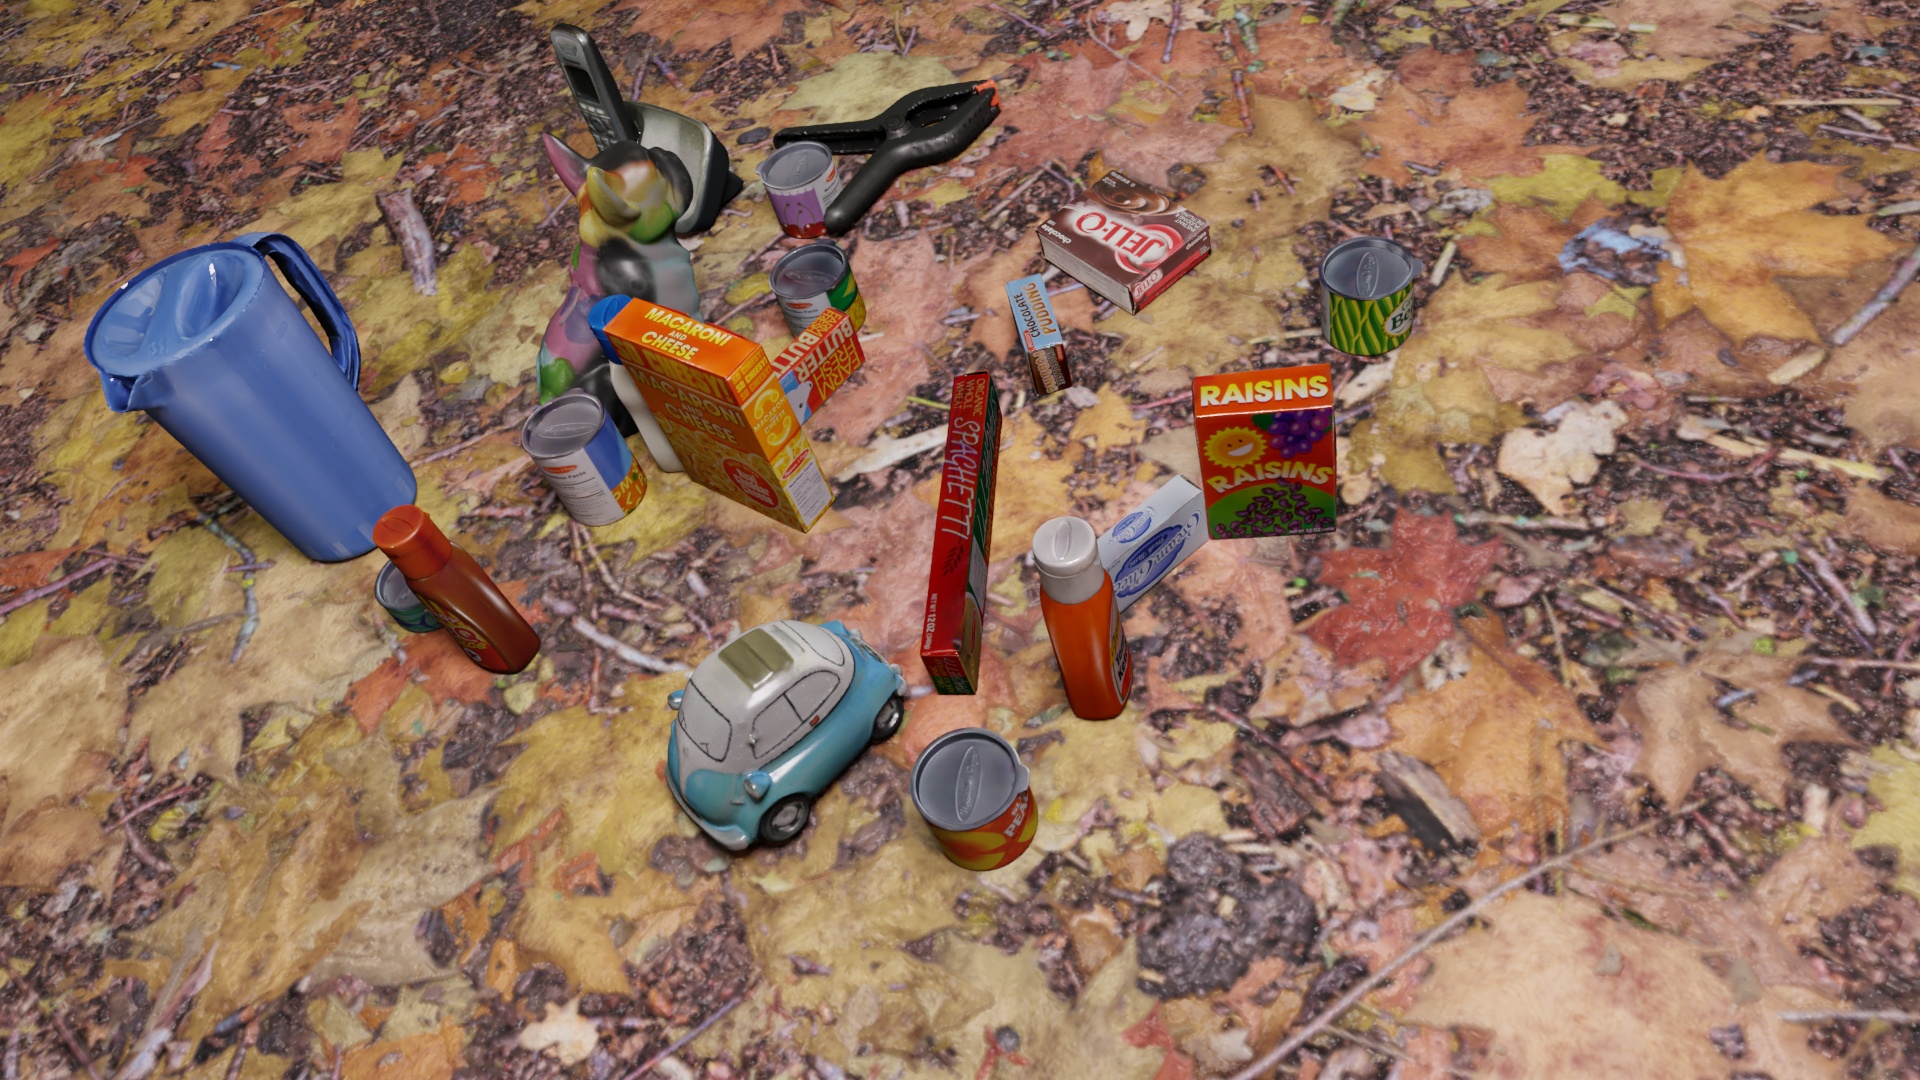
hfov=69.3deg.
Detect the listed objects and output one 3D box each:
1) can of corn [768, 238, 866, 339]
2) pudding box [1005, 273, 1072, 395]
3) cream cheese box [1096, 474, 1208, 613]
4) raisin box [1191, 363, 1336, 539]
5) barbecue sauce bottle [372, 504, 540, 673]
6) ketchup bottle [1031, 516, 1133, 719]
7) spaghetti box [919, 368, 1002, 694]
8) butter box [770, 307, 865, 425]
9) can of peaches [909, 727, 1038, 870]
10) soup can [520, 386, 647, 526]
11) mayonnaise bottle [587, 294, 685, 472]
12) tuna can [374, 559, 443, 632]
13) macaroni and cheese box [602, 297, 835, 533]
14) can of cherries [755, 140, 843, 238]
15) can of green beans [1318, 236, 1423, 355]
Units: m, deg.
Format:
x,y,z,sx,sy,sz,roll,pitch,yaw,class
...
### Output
x,y,z,sx,sy,sz,roll,pitch,yaw,class
-0.115,-0.202,1.140,0.071,0.058,0.071,-8,51,10,can of corn
0.059,-0.158,1.060,0.030,0.049,0.084,-16,50,4,pudding box
0.117,0.008,0.909,0.104,0.053,0.024,-38,52,-15,cream cheese box
0.197,-0.055,0.890,0.086,0.122,0.040,-4,52,14,raisin box
-0.349,0.034,0.959,0.065,0.147,0.044,17,59,27,barbecue sauce bottle
0.073,0.045,0.830,0.043,0.148,0.065,-3,52,14,ketchup bottle
0.003,-0.012,0.959,0.028,0.050,0.251,-4,51,13,spaghetti box
-0.120,-0.130,1.087,0.024,0.053,0.104,27,63,32,butter box
0.011,0.153,0.819,0.071,0.057,0.071,-8,51,10,can of peaches
-0.285,-0.063,1.060,0.071,0.083,0.072,-8,51,10,soup can
-0.234,-0.119,1.049,0.041,0.147,0.065,-5,51,12,mayonnaise bottle
-0.402,0.035,1.048,0.071,0.032,0.071,-8,51,10,tuna can
-0.170,-0.089,0.994,0.124,0.165,0.040,23,62,30,macaroni and cheese box
-0.140,-0.311,1.234,0.071,0.058,0.072,-8,51,10,can of cherries
0.293,-0.176,1.002,0.071,0.057,0.071,-8,51,10,can of green beans
